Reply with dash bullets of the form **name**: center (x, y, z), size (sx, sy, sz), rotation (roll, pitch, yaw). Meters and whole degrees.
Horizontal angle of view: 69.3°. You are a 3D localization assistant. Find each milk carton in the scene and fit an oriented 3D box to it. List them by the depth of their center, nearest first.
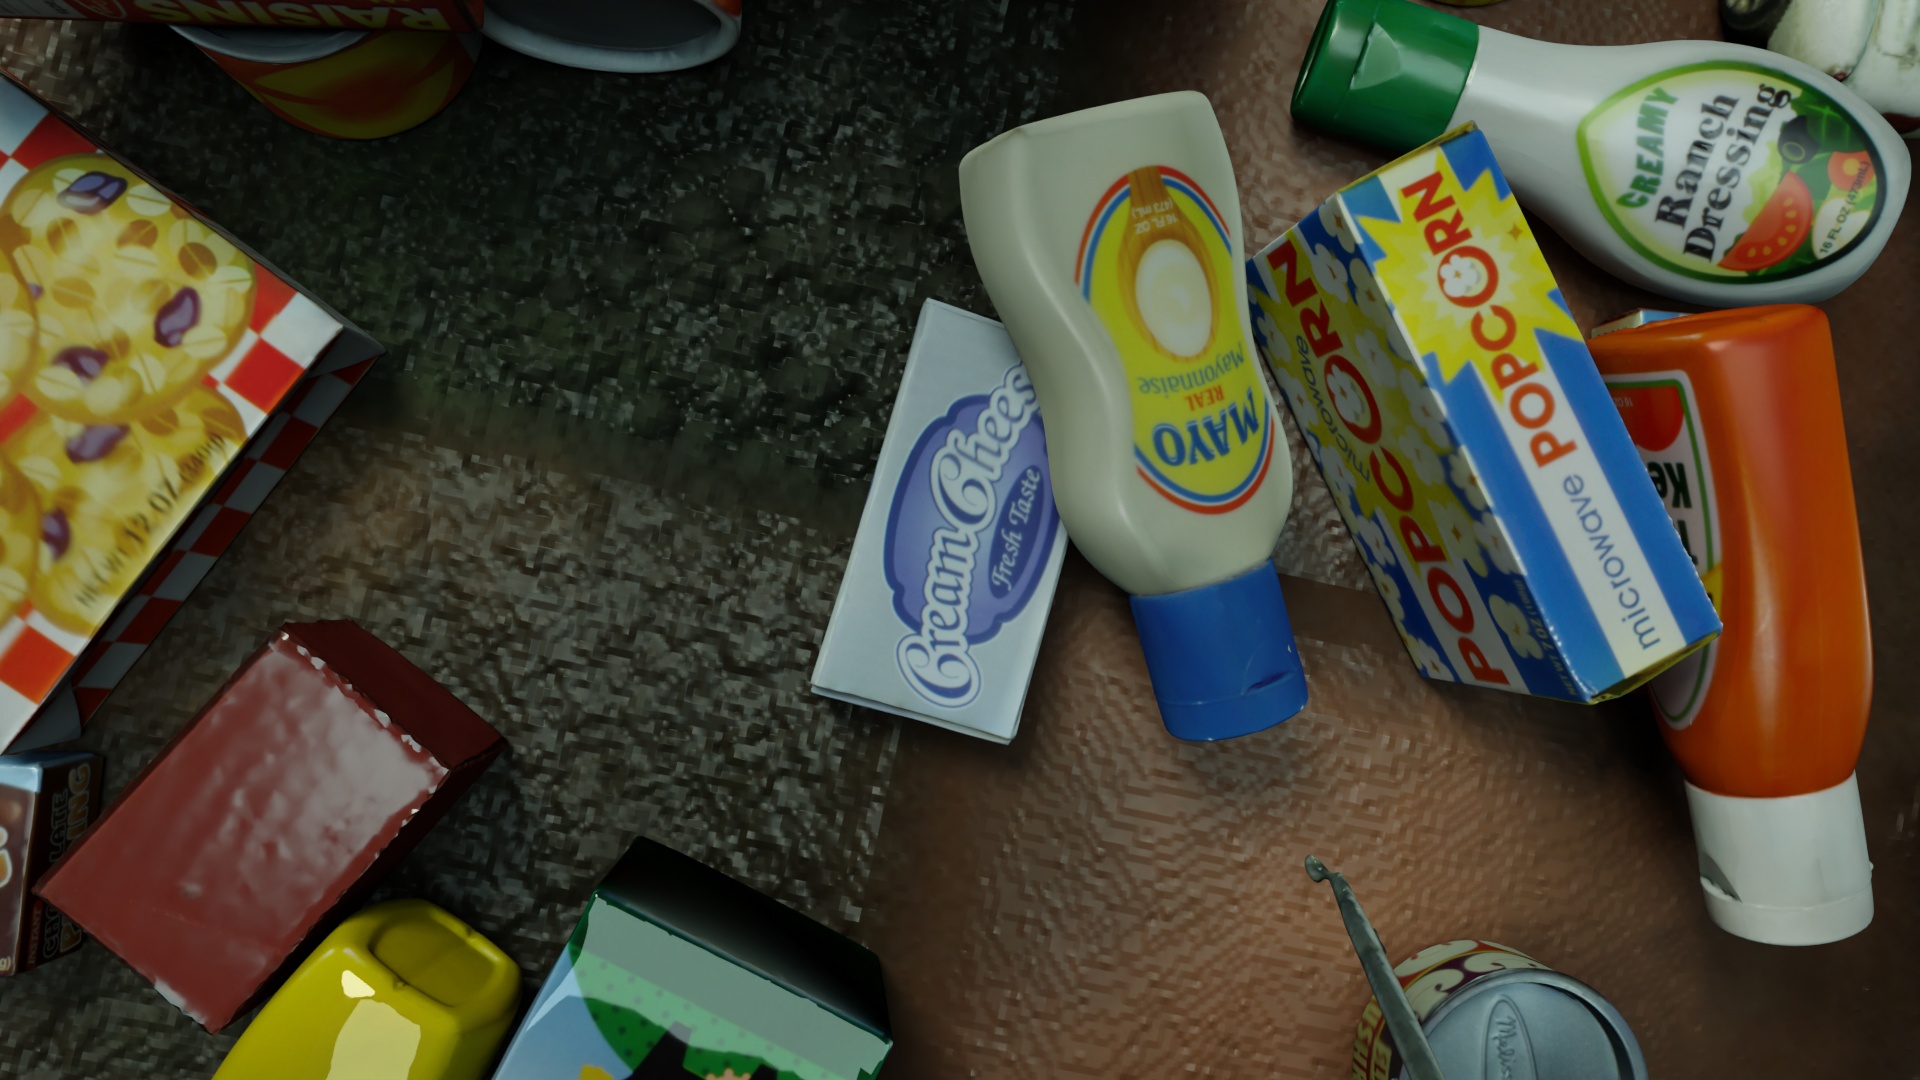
- **milk carton**: center (-0.092, 0.173, 0.315), size (0.073, 0.072, 0.190), rotation (28, 85, -4)

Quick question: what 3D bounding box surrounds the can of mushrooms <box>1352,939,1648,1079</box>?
- **can of mushrooms**: center (0.136, 0.140, 0.359), size (0.071, 0.033, 0.071), rotation (0, 88, -6)

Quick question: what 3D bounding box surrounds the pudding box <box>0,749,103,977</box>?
- **pudding box**: center (-0.252, 0.072, 0.324), size (0.084, 0.030, 0.049), rotation (5, 86, -6)

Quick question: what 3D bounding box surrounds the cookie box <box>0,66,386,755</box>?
- **cookie box**: center (-0.246, -0.050, 0.326), size (0.167, 0.040, 0.123), rotation (36, 84, -4)

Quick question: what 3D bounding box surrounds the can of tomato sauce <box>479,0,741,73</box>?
- **can of tomato sauce**: center (-0.084, -0.164, 0.336), size (0.071, 0.071, 0.083), rotation (1, 88, -6)

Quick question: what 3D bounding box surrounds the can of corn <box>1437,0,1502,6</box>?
- **can of corn**: center (0.141, -0.183, 0.362), size (0.071, 0.058, 0.071), rotation (0, 88, -6)

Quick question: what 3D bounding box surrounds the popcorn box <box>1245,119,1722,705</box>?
- **popcorn box**: center (0.119, -0.026, 0.339), size (0.038, 0.085, 0.126), rotation (-26, 91, -5)

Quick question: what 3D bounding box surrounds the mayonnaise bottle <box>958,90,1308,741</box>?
- **mayonnaise bottle**: center (0.048, -0.027, 0.331), size (0.065, 0.041, 0.148), rotation (-20, 98, -26)

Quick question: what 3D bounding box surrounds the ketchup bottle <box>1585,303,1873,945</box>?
- **ketchup bottle**: center (0.188, 0.020, 0.332), size (0.043, 0.065, 0.148), rotation (-13, 97, 0)

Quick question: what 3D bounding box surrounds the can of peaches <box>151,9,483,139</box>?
- **can of peaches**: center (-0.155, -0.135, 0.330), size (0.071, 0.058, 0.071), rotation (0, 88, -6)

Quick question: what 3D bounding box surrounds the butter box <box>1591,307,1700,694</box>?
- **butter box**: center (0.201, -0.009, 0.377), size (0.053, 0.024, 0.103), rotation (3, 87, -5)

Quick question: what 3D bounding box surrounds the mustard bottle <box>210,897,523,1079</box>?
- **mustard bottle**: center (-0.162, 0.160, 0.315), size (0.049, 0.065, 0.160), rotation (33, 90, 2)

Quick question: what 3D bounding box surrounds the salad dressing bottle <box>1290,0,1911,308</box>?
- **salad dressing bottle**: center (0.162, -0.105, 0.363), size (0.148, 0.044, 0.064), rotation (18, 105, 2)

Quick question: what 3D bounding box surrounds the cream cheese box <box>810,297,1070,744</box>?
- **cream cheese box**: center (0.001, -0.004, 0.356), size (0.053, 0.024, 0.104), rotation (17, 86, -4)

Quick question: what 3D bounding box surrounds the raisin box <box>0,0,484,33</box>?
- **raisin box**: center (-0.163, -0.152, 0.280), size (0.123, 0.040, 0.086), rotation (0, 87, -7)
